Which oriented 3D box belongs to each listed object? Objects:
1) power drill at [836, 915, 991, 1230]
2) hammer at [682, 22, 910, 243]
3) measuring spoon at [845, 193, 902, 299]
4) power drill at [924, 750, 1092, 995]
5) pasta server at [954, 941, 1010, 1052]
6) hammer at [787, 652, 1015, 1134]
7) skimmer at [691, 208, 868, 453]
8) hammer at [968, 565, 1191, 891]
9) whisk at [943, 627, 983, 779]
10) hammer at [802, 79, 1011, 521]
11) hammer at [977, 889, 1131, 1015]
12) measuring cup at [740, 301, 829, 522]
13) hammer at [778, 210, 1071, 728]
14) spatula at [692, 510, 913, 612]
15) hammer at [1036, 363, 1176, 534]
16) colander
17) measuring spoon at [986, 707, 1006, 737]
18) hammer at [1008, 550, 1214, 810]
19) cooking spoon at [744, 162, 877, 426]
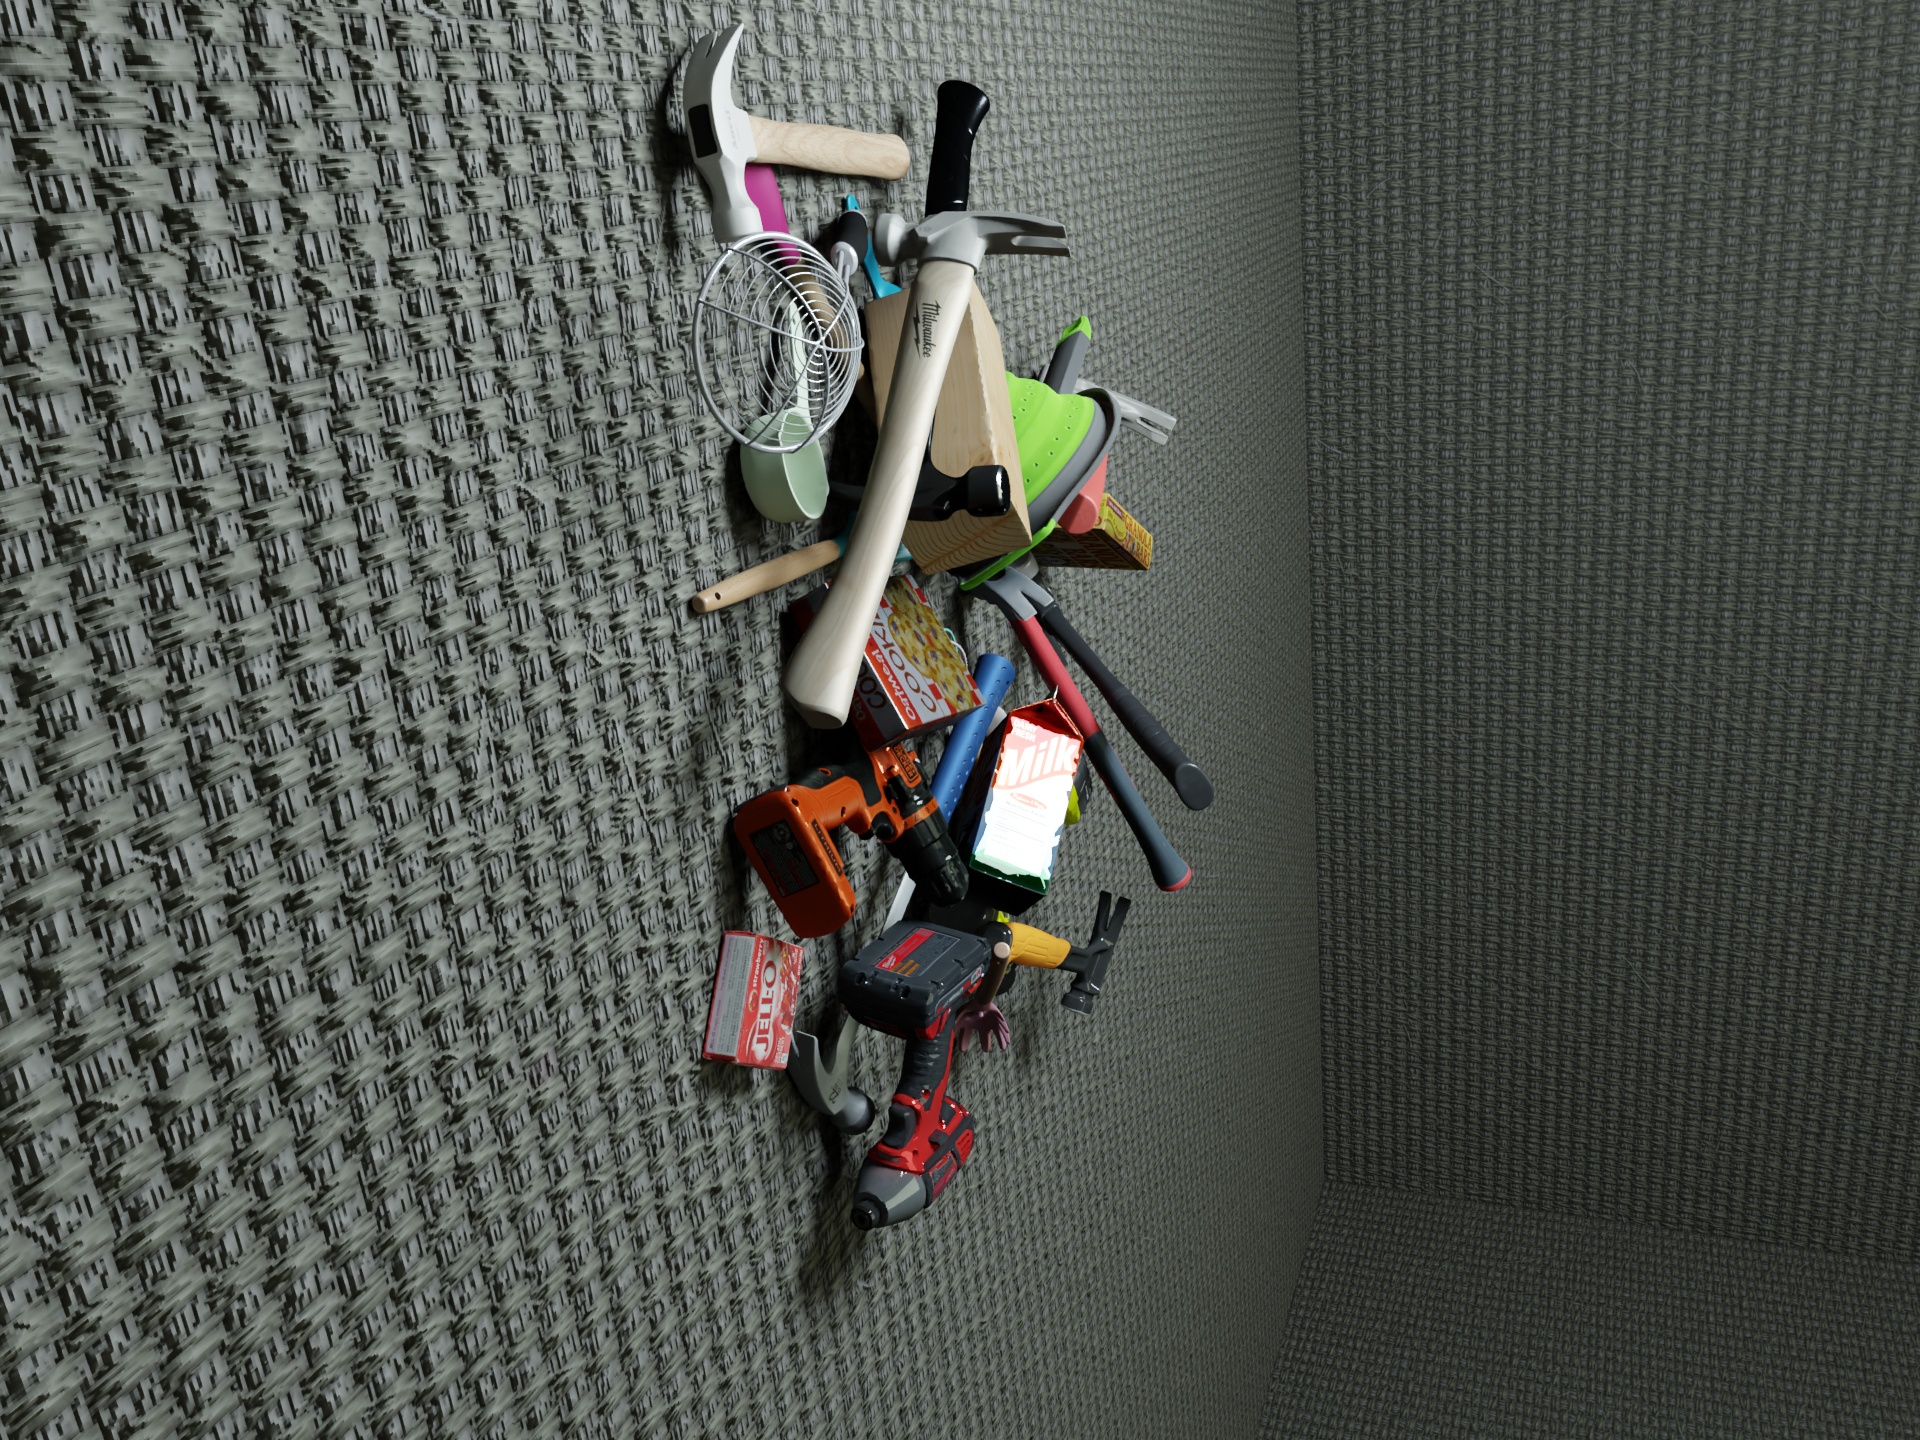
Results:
[{"bbox_3d":[-0.039,0.274,1.209,0.143,0.078,0.219,-33,130,-57],"label":"power drill"},{"bbox_3d":[-0.105,-0.403,1.111,0.331,0.031,0.130,-42,123,-65],"label":"hammer"},{"bbox_3d":[-0.062,-0.359,1.253,0.128,0.021,0.042,68,32,-48],"label":"measuring spoon"},{"bbox_3d":[0.046,0.137,1.477,0.190,0.080,0.229,67,43,-59],"label":"power drill"},{"bbox_3d":[0.022,0.237,1.349,0.316,0.060,0.040,100,-9,-69],"label":"pasta server"},{"bbox_3d":[-0.040,0.119,1.279,0.406,0.035,0.143,-68,151,-25],"label":"hammer"},{"bbox_3d":[-0.108,-0.284,1.050,0.364,0.090,0.127,-92,167,-61],"label":"skimmer"},{"bbox_3d":[0.129,0.020,1.490,0.386,0.038,0.143,57,-8,-26],"label":"hammer"},{"bbox_3d":[-0.003,-0.006,1.420,0.244,0.047,0.051,67,41,-55],"label":"whisk"},{"bbox_3d":[-0.022,-0.326,1.200,0.036,0.149,0.409,61,31,-60],"label":"hammer"},{"bbox_3d":[0.086,0.208,1.478,0.127,0.034,0.336,-70,158,-4],"label":"hammer"},{"bbox_3d":[-0.126,-0.215,1.104,0.083,0.038,0.168,42,40,-64],"label":"measuring cup"},{"bbox_3d":[-0.034,-0.183,1.090,0.038,0.146,0.411,61,39,-60],"label":"hammer"},{"bbox_3d":[-0.099,-0.125,1.158,0.082,0.044,0.317,64,29,-6],"label":"spatula"},{"bbox_3d":[0.129,-0.248,1.484,0.359,0.149,0.036,-76,-170,-62],"label":"hammer"},{"bbox_3d":[0.048,-0.280,1.406,0.094,0.204,0.397,42,39,-21],"label":"colander"},{"bbox_3d":[0.020,-0.006,1.500,0.124,0.018,0.034,25,69,-66],"label":"measuring spoon"},{"bbox_3d":[0.142,-0.028,1.498,0.335,0.035,0.146,55,-3,45],"label":"hammer"},{"bbox_3d":[-0.112,-0.312,1.141,0.318,0.017,0.069,56,33,-55],"label":"cooking spoon"}]
